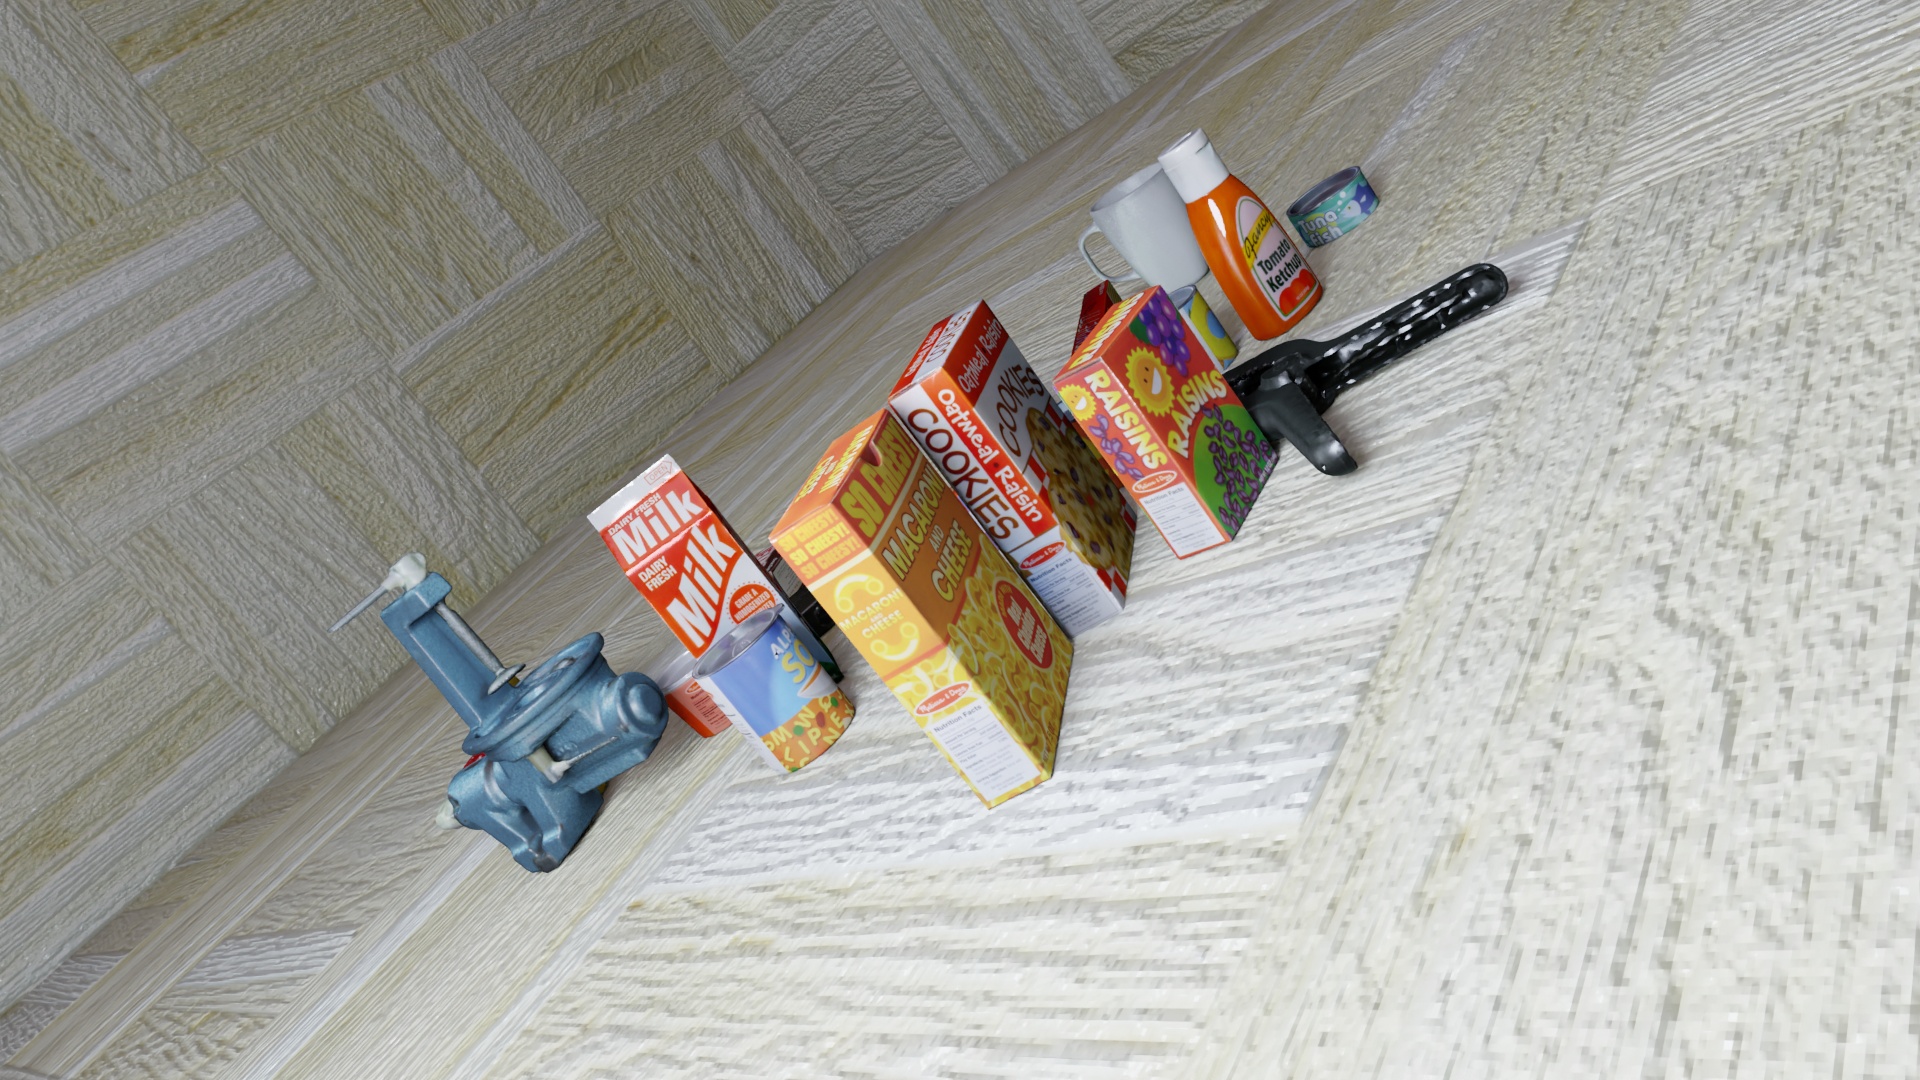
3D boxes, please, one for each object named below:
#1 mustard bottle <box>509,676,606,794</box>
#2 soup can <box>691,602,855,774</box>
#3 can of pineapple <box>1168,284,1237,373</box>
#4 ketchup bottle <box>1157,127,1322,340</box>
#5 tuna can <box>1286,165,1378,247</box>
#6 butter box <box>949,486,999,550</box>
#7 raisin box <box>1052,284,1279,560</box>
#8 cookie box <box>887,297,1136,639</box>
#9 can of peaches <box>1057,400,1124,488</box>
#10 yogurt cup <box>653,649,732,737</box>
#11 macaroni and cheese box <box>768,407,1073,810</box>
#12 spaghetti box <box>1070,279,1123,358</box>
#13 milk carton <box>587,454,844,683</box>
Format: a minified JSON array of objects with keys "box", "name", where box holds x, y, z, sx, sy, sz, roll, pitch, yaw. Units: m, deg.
[{"box":[-0.342,0.145,1.078,0.049,0.160,0.065,-36,15,7],"name":"mustard bottle"},{"box":[-0.114,0.093,0.871,0.071,0.083,0.071,-34,15,11],"name":"soup can"},{"box":[0.158,-0.144,1.007,0.071,0.057,0.071,-34,15,11],"name":"can of pineapple"},{"box":[0.192,-0.215,0.969,0.065,0.148,0.043,-46,17,-28],"name":"ketchup bottle"},{"box":[0.295,-0.263,1.102,0.071,0.032,0.071,-34,15,11],"name":"tuna can"},{"box":[0.003,-0.012,0.976,0.103,0.053,0.024,-27,18,34],"name":"butter box"},{"box":[0.113,-0.065,0.753,0.040,0.123,0.086,-22,21,44],"name":"raisin box"},{"box":[0.034,-0.044,0.783,0.040,0.167,0.123,-31,16,23],"name":"cookie box"},{"box":[0.088,-0.066,0.937,0.071,0.058,0.071,-34,15,11],"name":"can of peaches"},{"box":[-0.189,0.110,1.041,0.072,0.054,0.072,-34,15,11],"name":"yogurt cup"},{"box":[-0.011,0.028,0.675,0.040,0.166,0.124,-32,16,21],"name":"macaroni and cheese box"},{"box":[0.121,-0.162,1.159,0.028,0.050,0.251,-32,16,20],"name":"spaghetti box"},{"box":[-0.168,0.036,0.954,0.072,0.190,0.073,-39,15,-5],"name":"milk carton"}]
